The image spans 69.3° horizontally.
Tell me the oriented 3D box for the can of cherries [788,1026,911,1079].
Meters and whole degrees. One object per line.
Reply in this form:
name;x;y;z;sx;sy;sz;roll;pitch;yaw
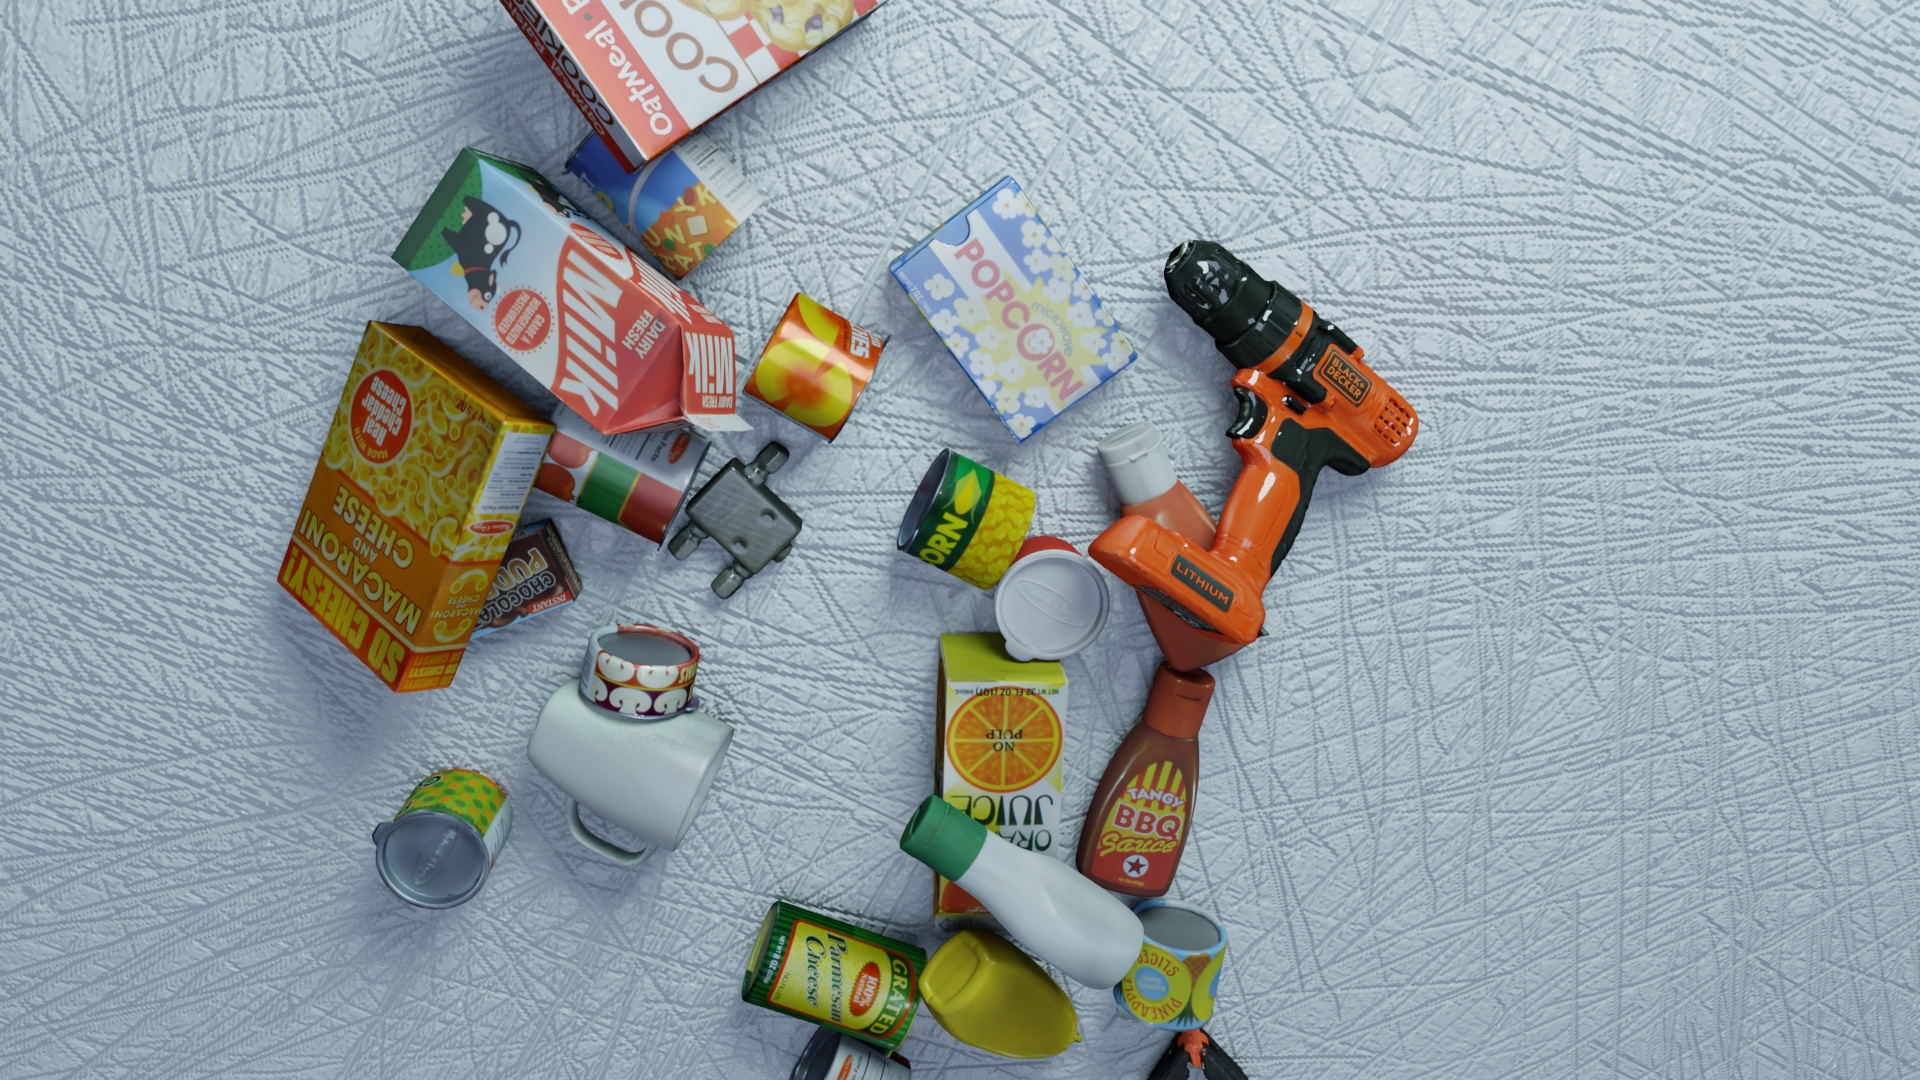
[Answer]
can of cherries;-0.075;0.360;0.917;0.058;0.072;0.071;32;103;-13

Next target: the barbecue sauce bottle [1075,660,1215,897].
barbecue sauce bottle;0.121;0.149;0.875;0.065;0.044;0.148;14;105;-7

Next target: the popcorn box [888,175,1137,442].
popcorn box;0.030;-0.130;0.786;0.085;0.038;0.126;-36;106;9

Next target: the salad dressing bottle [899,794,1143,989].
salad dressing bottle;0.035;0.201;0.801;0.147;0.064;0.043;35;113;-6

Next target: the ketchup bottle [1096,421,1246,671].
ketchup bottle;0.126;0.002;0.829;0.065;0.043;0.148;-26;107;-1

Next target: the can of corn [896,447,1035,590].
can of corn;0.003;-0.010;0.804;0.058;0.071;0.071;26;104;-12

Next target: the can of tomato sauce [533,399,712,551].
can of tomato sauce;-0.193;-0.043;0.784;0.083;0.071;0.071;26;104;-10

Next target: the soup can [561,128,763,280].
soup can;-0.159;-0.189;0.742;0.071;0.071;0.083;-41;106;9

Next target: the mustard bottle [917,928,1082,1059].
mustard bottle;0.036;0.302;0.897;0.065;0.049;0.160;-48;134;-3

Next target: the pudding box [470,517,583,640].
pudding box;-0.272;0.025;0.818;0.084;0.030;0.049;-19;108;3

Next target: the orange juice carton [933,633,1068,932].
orange juice carton;0.021;0.158;0.855;0.072;0.073;0.192;0;108;-5

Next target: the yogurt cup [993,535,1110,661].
yogurt cup;0.052;0.031;0.828;0.072;0.054;0.072;-1;107;-3

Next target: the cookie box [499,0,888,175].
cookie box;-0.134;-0.280;0.693;0.168;0.040;0.122;-41;108;-20

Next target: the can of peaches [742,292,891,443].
can of peaches;-0.081;-0.098;0.774;0.058;0.071;0.071;29;103;-11

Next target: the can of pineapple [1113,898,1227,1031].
can of pineapple;0.135;0.275;0.900;0.071;0.071;0.057;6;106;-5

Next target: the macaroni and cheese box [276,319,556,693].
macaroni and cheese box;-0.302;-0.019;0.766;0.124;0.040;0.166;34;106;26

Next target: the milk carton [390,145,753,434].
milk carton;-0.192;-0.116;0.728;0.191;0.072;0.073;39;101;6

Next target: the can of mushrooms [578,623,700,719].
can of mushrooms;-0.187;0.076;0.821;0.071;0.071;0.033;12;105;-7

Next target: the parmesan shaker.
parmesan shaker;-0.082;0.281;0.888;0.103;0.071;0.071;21;105;-10

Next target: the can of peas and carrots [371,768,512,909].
can of peas and carrots;-0.316;0.180;0.848;0.071;0.059;0.070;-1;107;-3
